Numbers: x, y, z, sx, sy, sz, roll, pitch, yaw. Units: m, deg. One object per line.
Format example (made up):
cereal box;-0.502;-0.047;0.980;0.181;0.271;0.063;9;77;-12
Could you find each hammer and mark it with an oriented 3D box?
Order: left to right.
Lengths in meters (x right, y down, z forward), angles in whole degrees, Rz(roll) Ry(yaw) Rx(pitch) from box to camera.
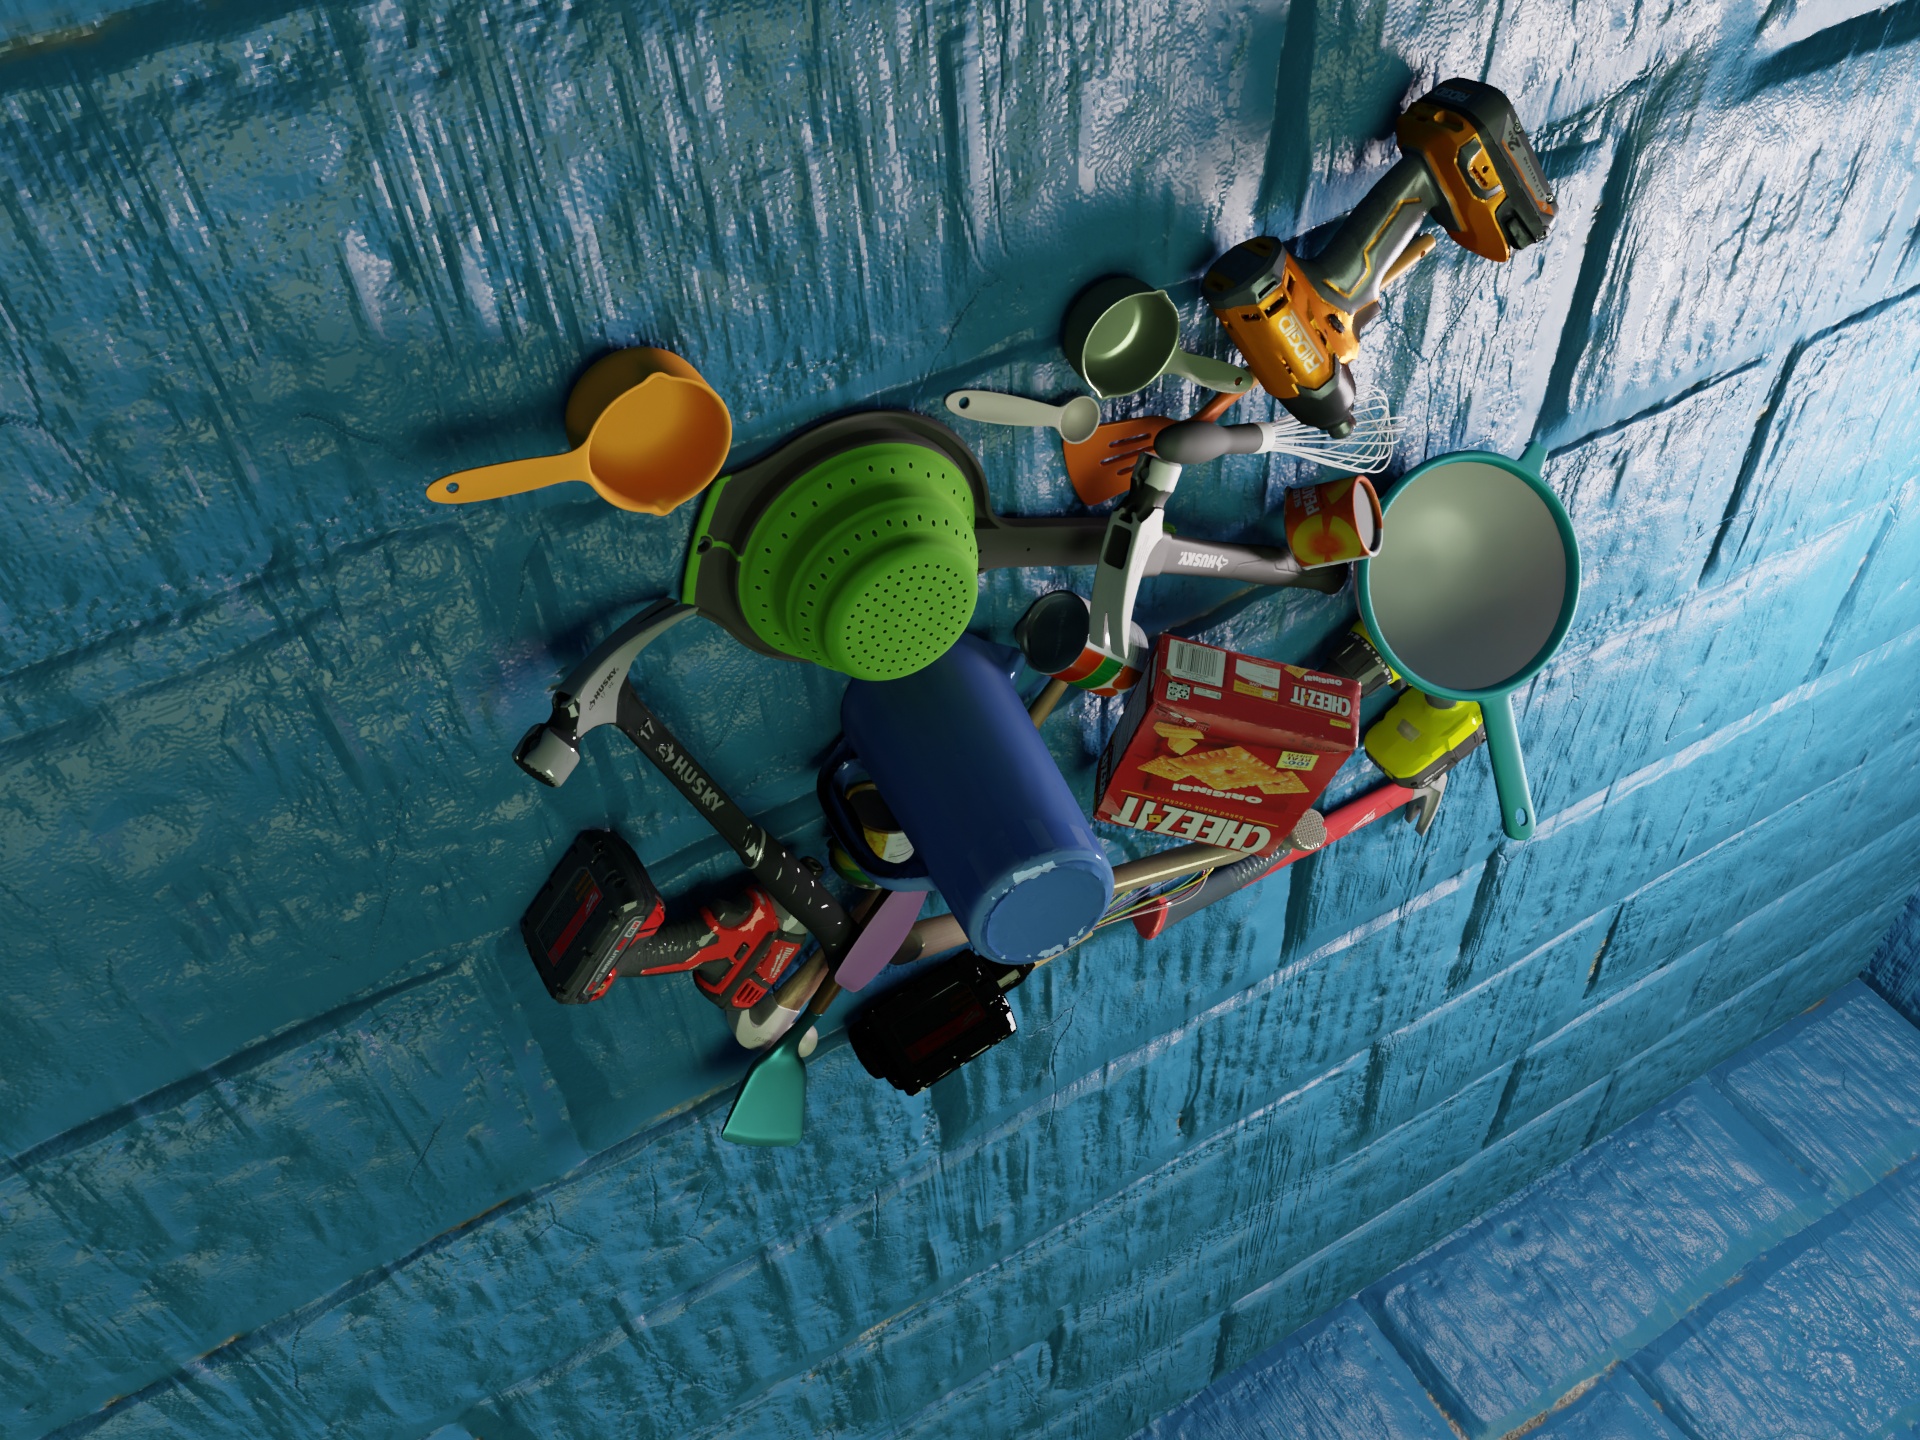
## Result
hammer;-0.154;0.075;1.130;0.149;0.036;0.408;-58;143;-19
hammer;-0.076;0.160;1.350;0.331;0.031;0.130;-47;142;11
hammer;0.121;0.149;1.425;0.410;0.038;0.146;-14;176;-21
hammer;0.215;-0.120;1.250;0.334;0.035;0.146;-1;114;-50
hammer;0.348;0.142;1.668;0.386;0.038;0.143;-24;142;-18

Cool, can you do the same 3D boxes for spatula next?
spatula;-0.104;0.232;1.337;0.082;0.044;0.317;16;116;-36
spatula;0.000;0.083;1.270;0.316;0.018;0.059;-55;147;-7
spatula;0.216;-0.264;1.160;0.322;0.041;0.080;-38;144;-8

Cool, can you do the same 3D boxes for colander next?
colander;0.012;-0.101;1.095;0.397;0.095;0.204;-5;133;-33

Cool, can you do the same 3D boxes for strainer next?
strainer;0.435;-0.063;1.385;0.211;0.095;0.340;-17;99;-13

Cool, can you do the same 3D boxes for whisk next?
whisk;0.143;0.189;1.548;0.245;0.047;0.051;-29;143;-6
whisk;0.239;-0.209;1.172;0.284;0.070;0.070;-13;137;-41

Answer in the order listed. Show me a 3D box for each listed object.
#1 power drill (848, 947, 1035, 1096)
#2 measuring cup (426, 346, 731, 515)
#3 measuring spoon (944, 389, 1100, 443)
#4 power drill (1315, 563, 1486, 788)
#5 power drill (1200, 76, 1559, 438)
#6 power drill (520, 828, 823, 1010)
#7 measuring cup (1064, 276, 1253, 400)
power drill;-0.008;0.251;1.399;0.188;0.080;0.226;-30;175;-9
measuring cup;-0.218;-0.158;0.894;0.173;0.052;0.095;-17;138;-22
measuring spoon;0.040;-0.212;1.081;0.124;0.018;0.034;2;116;-31
power drill;0.424;-0.031;1.522;0.190;0.080;0.228;-39;140;-1
power drill;0.294;-0.310;1.101;0.226;0.084;0.164;-40;124;5
power drill;-0.205;0.153;1.206;0.219;0.079;0.143;15;119;-49
measuring cup;0.138;-0.254;1.090;0.167;0.038;0.083;6;124;-41
